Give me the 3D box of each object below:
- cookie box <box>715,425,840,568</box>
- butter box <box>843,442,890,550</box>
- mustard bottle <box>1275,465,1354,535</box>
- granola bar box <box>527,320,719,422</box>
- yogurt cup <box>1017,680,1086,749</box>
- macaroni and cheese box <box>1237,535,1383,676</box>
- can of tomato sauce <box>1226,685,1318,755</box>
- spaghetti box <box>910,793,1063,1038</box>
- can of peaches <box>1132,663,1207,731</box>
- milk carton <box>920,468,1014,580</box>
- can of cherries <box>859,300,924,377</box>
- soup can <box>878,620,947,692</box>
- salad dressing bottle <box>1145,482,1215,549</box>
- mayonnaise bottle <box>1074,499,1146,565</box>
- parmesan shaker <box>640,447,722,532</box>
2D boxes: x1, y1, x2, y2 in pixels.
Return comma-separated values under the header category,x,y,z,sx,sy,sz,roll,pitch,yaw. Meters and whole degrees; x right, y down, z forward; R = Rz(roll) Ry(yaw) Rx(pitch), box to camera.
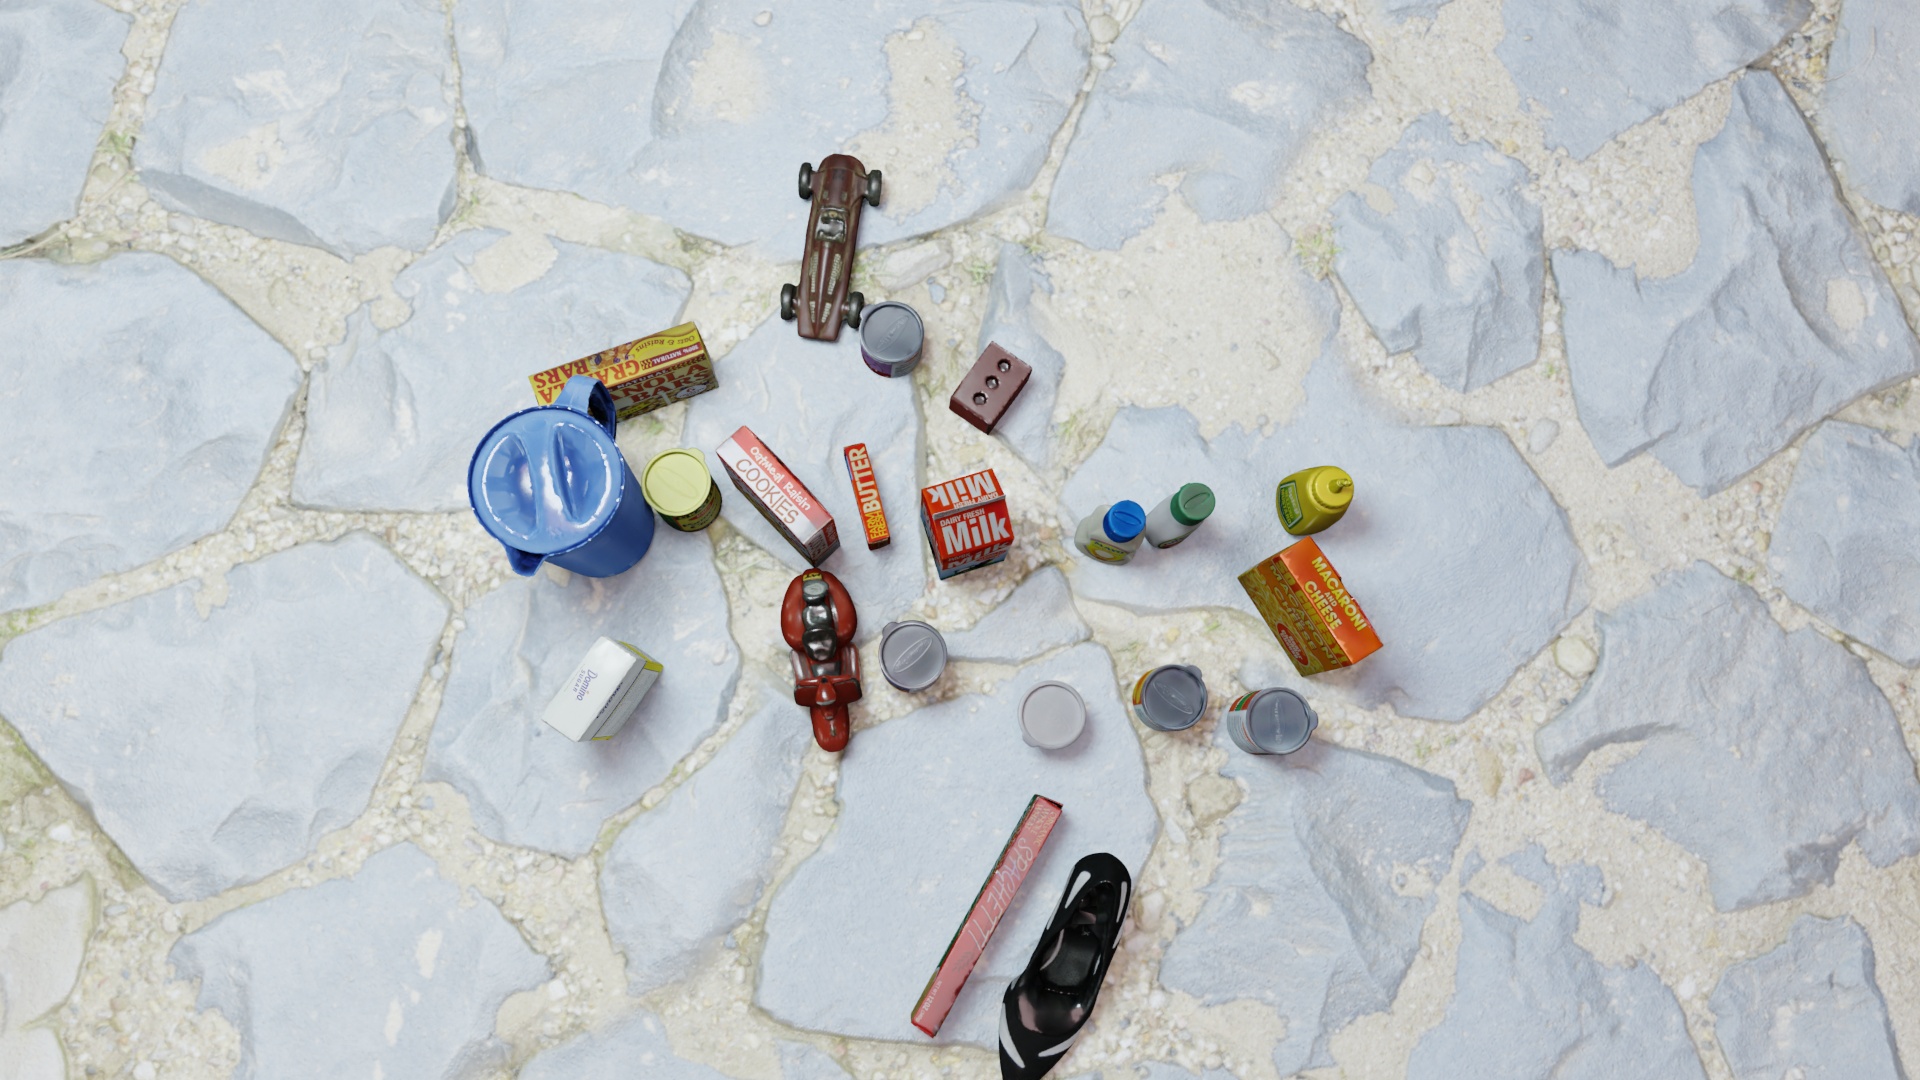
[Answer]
category,x,y,z,sx,sy,sz,roll,pitch,yaw
cookie box,-0.173,-0.039,1.347,0.040,0.167,0.123,-44,85,-8
butter box,-0.095,-0.044,1.410,0.024,0.053,0.103,-15,81,-5
mustard bottle,0.356,-0.045,1.379,0.049,0.160,0.065,-10,81,-4
granola bar box,-0.330,-0.157,1.382,0.166,0.124,0.039,-20,82,-6
yogurt cup,0.088,0.174,1.381,0.072,0.054,0.072,0,80,-3
macaroni and cheese box,0.338,0.066,1.356,0.040,0.166,0.124,-32,83,-7
can of tomato sauce,0.307,0.179,1.377,0.071,0.083,0.071,0,80,-3
spaghetti box,0.026,0.359,1.347,0.029,0.050,0.250,30,80,2
can of peaches,0.210,0.156,1.388,0.071,0.058,0.071,0,80,-3
milk carton,0.005,-0.017,1.341,0.072,0.190,0.073,-17,82,-5
can of cherries,-0.073,-0.209,1.438,0.071,0.058,0.071,0,80,-3
soup can,-0.049,0.113,1.369,0.071,0.083,0.071,0,80,-3
salad dressing bottle,0.218,-0.026,1.375,0.064,0.147,0.044,-27,83,-7
mayonnaise bottle,0.152,-0.009,1.369,0.065,0.148,0.041,21,80,1
parmesan shaker,-0.272,-0.050,1.377,0.071,0.103,0.071,0,81,-3
